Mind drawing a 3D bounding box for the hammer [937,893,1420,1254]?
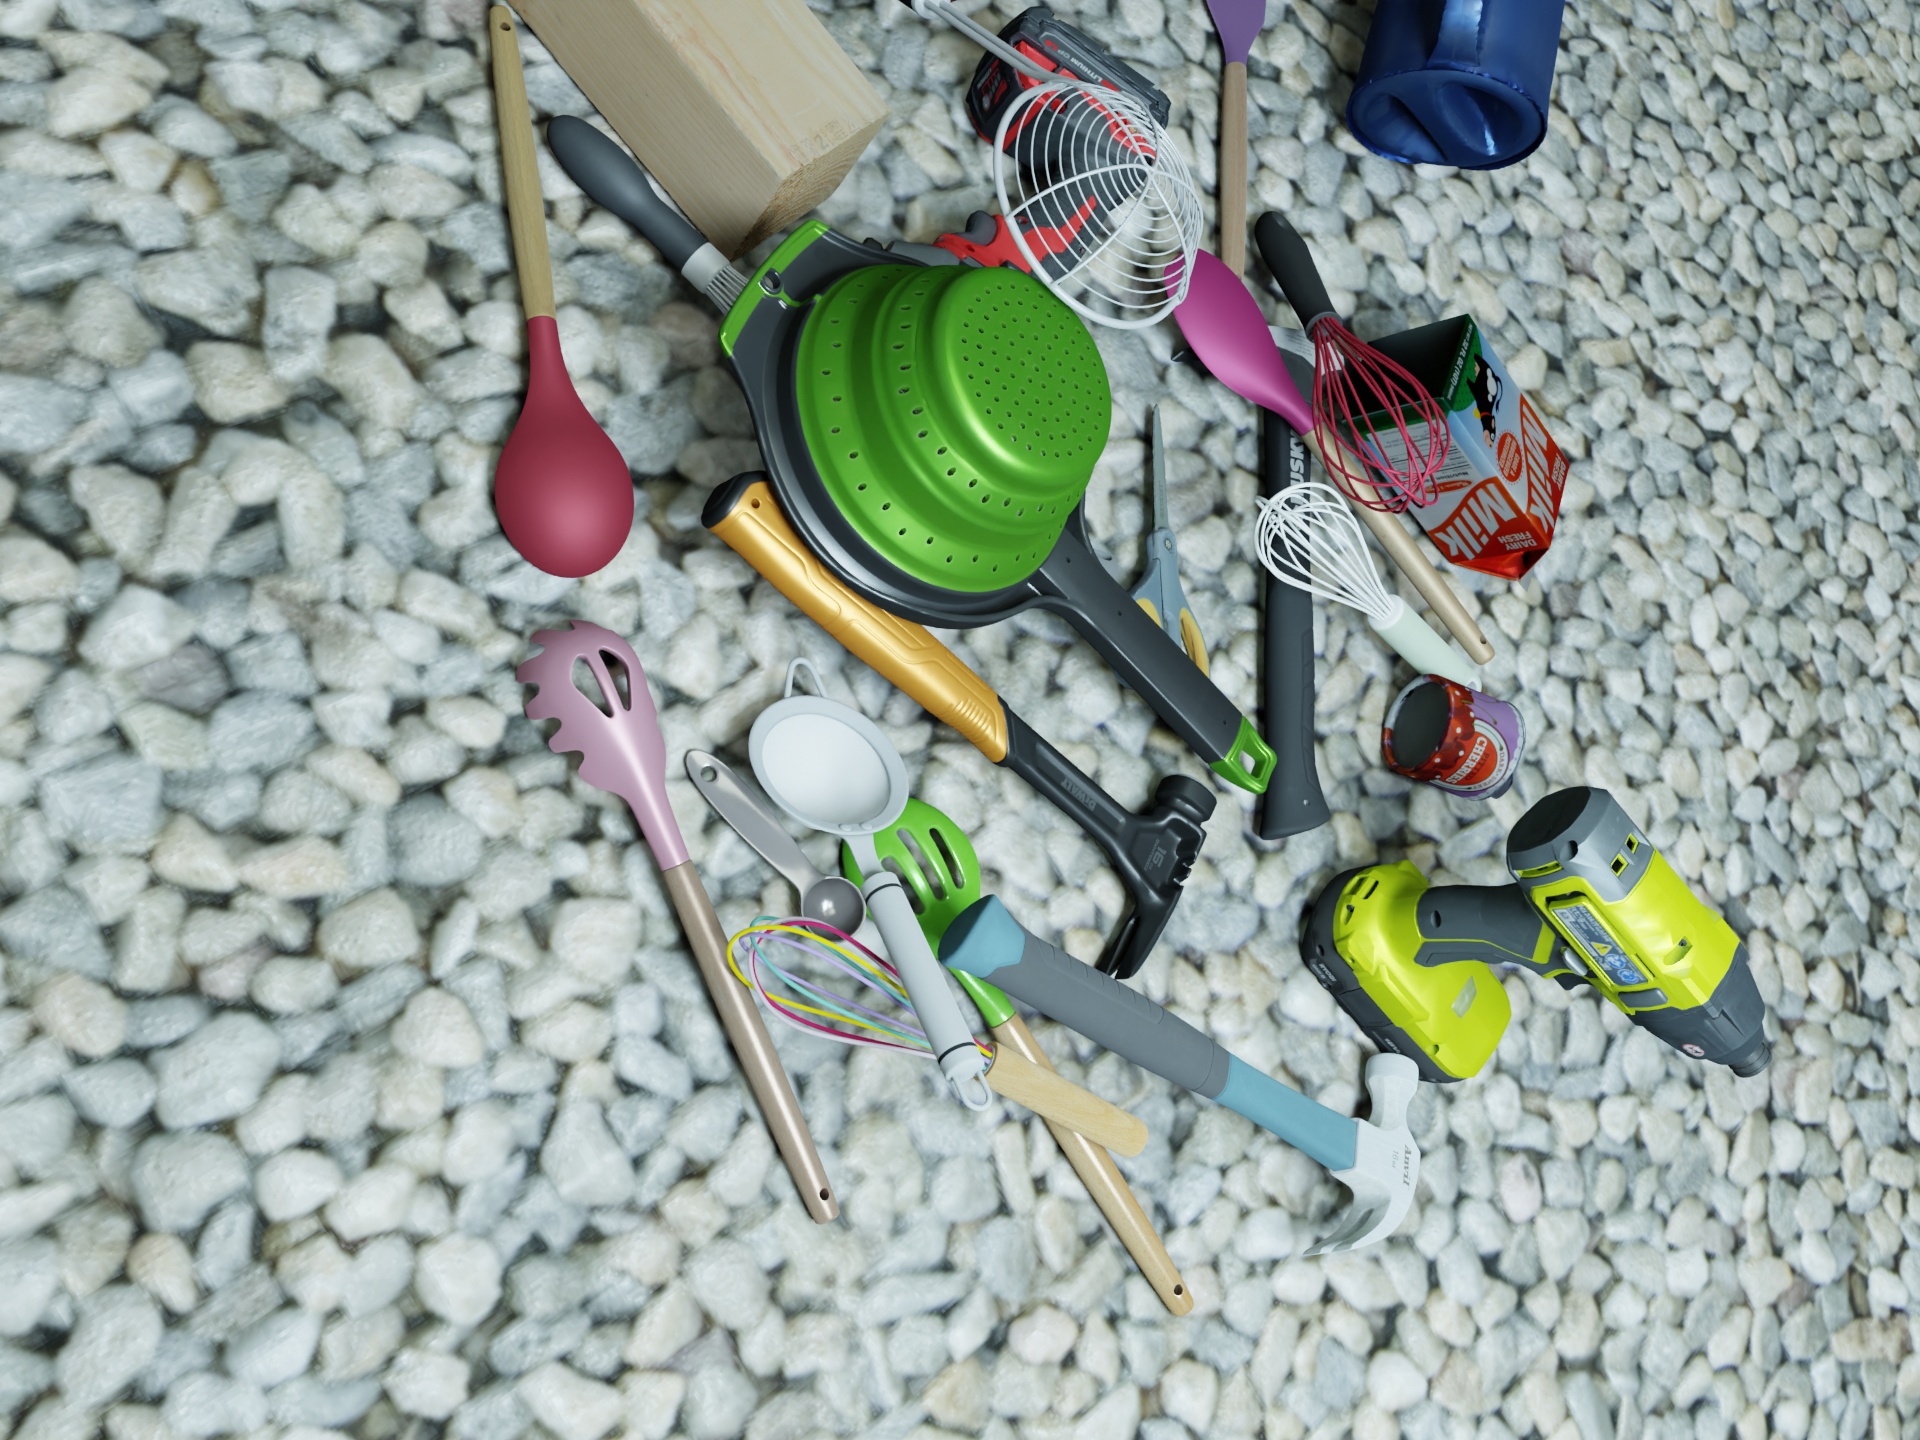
[{"bbox_3d":[0.124,0.177,0.828,0.330,0.033,0.128,32,52,-25],"label":"hammer"}]

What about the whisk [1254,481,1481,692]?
[{"bbox_3d":[0.251,-0.069,0.958,0.246,0.059,0.058,33,98,-39],"label":"whisk"}]

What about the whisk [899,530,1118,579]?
[{"bbox_3d":[-0.012,-0.091,0.869,0.238,0.055,0.055,2,75,-31],"label":"whisk"}]

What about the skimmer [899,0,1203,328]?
[{"bbox_3d":[0.004,-0.340,0.865,0.127,0.090,0.364,-6,43,-36],"label":"skimmer"}]

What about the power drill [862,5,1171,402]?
[{"bbox_3d":[0.029,-0.297,0.930,0.143,0.078,0.220,28,68,-17],"label":"power drill"}]

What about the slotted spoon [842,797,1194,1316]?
[{"bbox_3d":[0.037,0.176,0.826,0.070,0.031,0.314,-33,93,-25],"label":"slotted spoon"}]

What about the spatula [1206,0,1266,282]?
[{"bbox_3d":[0.183,-0.420,1.072,0.059,0.018,0.316,13,69,-25],"label":"spatula"}]

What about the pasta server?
[{"bbox_3d":[-0.129,0.095,0.767,0.060,0.040,0.316,-24,91,-30],"label":"pasta server"}]

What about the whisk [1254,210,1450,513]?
[{"bbox_3d":[0.227,-0.226,0.965,0.073,0.073,0.296,12,43,-24],"label":"whisk"}]

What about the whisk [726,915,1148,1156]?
[{"bbox_3d":[-0.008,0.158,0.778,0.244,0.051,0.047,31,98,-21],"label":"whisk"}]

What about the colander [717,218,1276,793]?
[{"bbox_3d":[0.062,-0.102,0.812,0.396,0.094,0.205,43,53,-21],"label":"colander"}]

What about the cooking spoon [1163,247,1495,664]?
[{"bbox_3d":[0.233,-0.161,0.985,0.319,0.017,0.069,51,58,-7],"label":"cooking spoon"}]

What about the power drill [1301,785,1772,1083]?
[{"bbox_3d":[0.307,0.132,0.861,0.171,0.223,0.080,48,61,-7],"label":"power drill"}]

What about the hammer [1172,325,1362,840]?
[{"bbox_3d":[0.197,-0.090,0.978,0.146,0.035,0.335,12,71,-24],"label":"hammer"}]

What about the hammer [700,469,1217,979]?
[{"bbox_3d":[-0.001,-0.003,0.820,0.336,0.034,0.127,41,61,-23],"label":"hammer"}]

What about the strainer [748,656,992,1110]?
[{"bbox_3d":[-0.043,0.076,0.760,0.086,0.050,0.259,0,46,-34],"label":"strainer"}]

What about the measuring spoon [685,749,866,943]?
[{"bbox_3d":[-0.096,0.063,0.800,0.124,0.018,0.034,48,63,0],"label":"measuring spoon"}]

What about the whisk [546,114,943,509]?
[{"bbox_3d":[-0.112,-0.218,0.849,0.284,0.070,0.070,43,61,-4],"label":"whisk"}]

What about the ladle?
[{"bbox_3d":[-0.216,-0.226,0.812,0.069,0.031,0.315,-4,76,-28],"label":"ladle"}]
